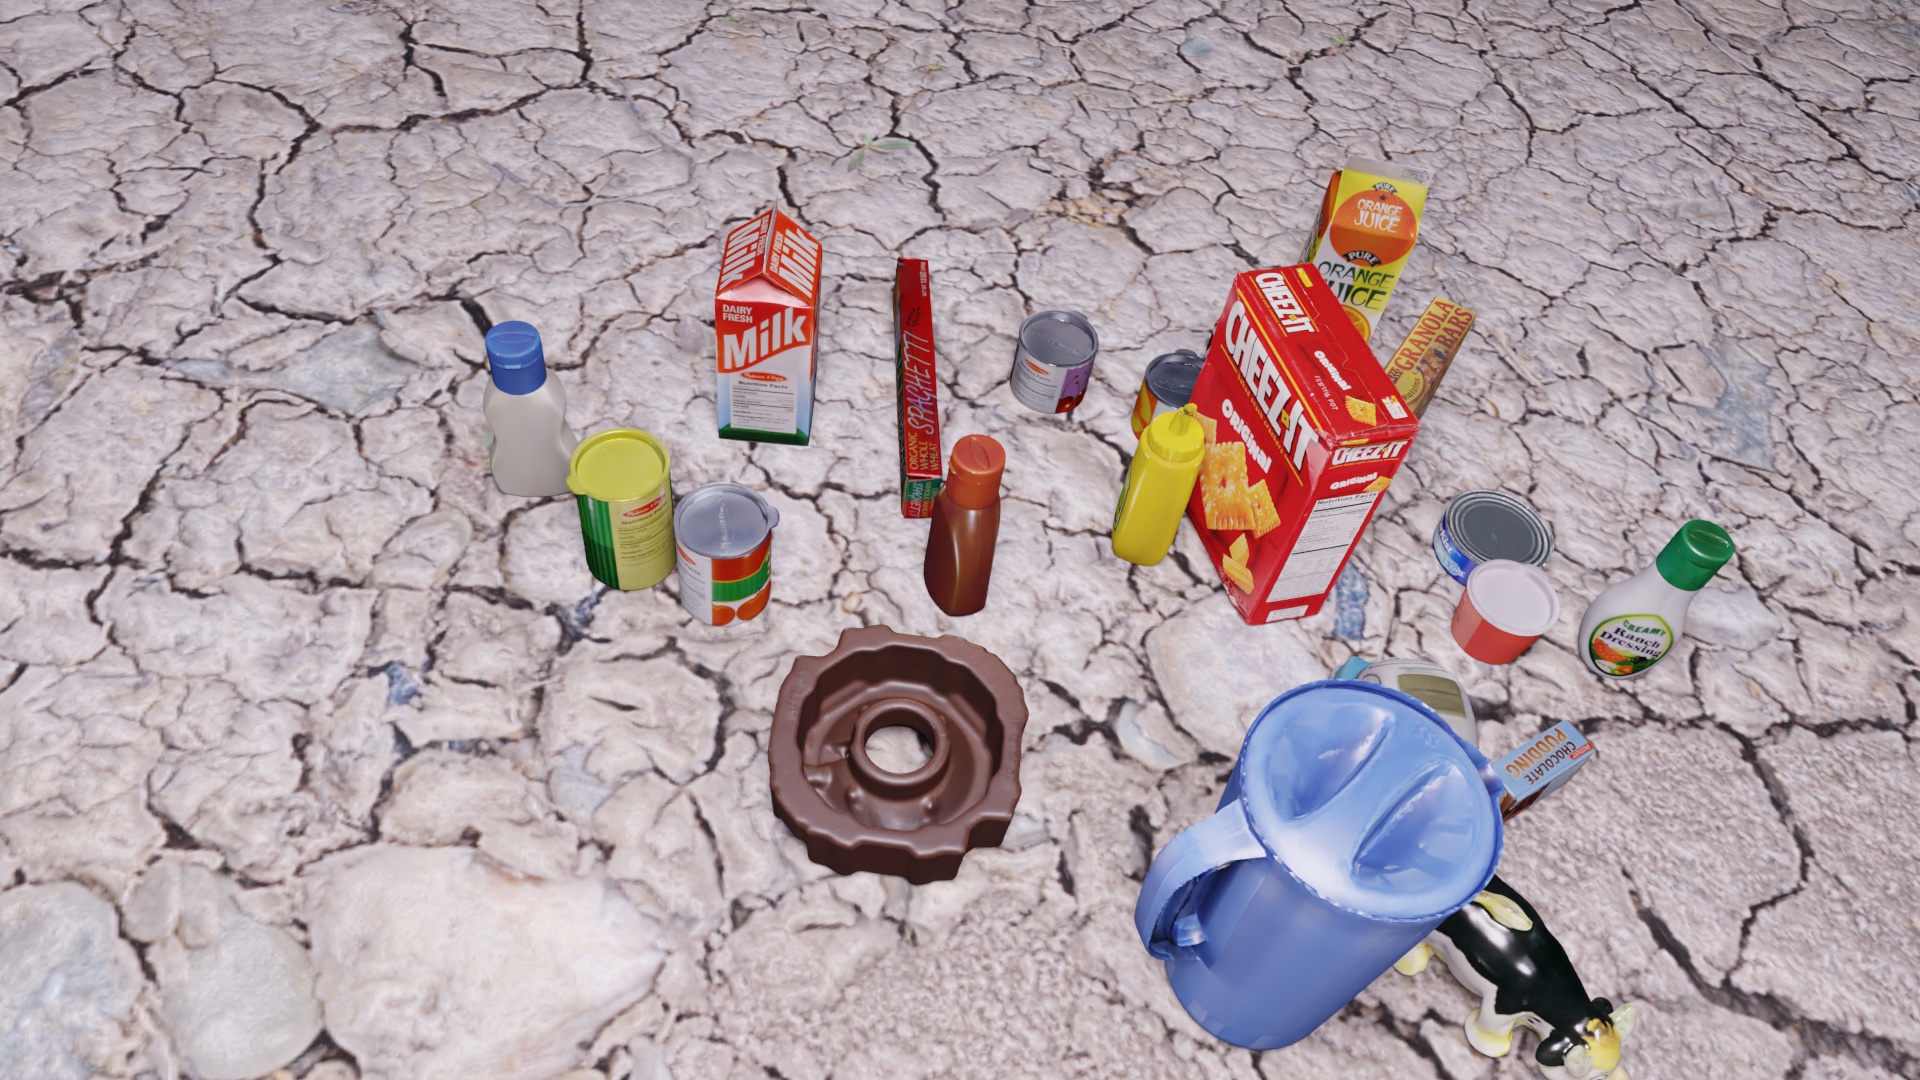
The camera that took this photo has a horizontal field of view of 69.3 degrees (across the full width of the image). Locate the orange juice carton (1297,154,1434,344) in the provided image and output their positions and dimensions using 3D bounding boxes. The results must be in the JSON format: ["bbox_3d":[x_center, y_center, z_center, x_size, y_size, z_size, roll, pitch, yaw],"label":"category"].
[{"bbox_3d":[0.331,-0.240,1.174,0.072,0.191,0.073,13,51,2],"label":"orange juice carton"}]

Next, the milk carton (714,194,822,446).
[{"bbox_3d":[-0.143,-0.162,1.042,0.073,0.189,0.073,5,51,-4],"label":"milk carton"}]

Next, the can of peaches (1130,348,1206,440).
[{"bbox_3d":[0.177,-0.112,1.134,0.071,0.057,0.071,4,51,-5],"label":"can of peaches"}]

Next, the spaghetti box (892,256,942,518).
[{"bbox_3d":[-0.036,-0.128,1.120,0.029,0.049,0.251,1,51,-7],"label":"spaghetti box"}]

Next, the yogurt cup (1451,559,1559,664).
[{"bbox_3d":[0.402,0.056,1.036,0.072,0.053,0.073,4,51,-5],"label":"yogurt cup"}]

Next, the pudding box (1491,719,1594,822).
[{"bbox_3d":[0.389,0.161,0.953,0.084,0.049,0.030,-23,58,-24],"label":"pudding box"}]

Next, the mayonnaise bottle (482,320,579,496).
[{"bbox_3d":[-0.308,-0.091,0.989,0.065,0.147,0.041,-2,52,-10],"label":"mayonnaise bottle"}]

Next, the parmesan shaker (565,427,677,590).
[{"bbox_3d":[-0.236,-0.019,0.971,0.071,0.102,0.072,4,51,-5],"label":"parmesan shaker"}]

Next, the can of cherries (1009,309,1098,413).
[{"bbox_3d":[0.078,-0.149,1.149,0.071,0.058,0.072,4,51,-5],"label":"can of cherries"}]

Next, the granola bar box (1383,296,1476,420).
[{"bbox_3d":[0.343,-0.101,1.108,0.039,0.123,0.166,31,54,16],"label":"granola bar box"}]

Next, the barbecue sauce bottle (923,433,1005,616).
[{"bbox_3d":[0.003,-0.012,0.971,0.044,0.147,0.065,-11,54,-17],"label":"barbecue sauce bottle"}]

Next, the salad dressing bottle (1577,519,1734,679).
[{"bbox_3d":[0.500,0.043,1.001,0.064,0.146,0.044,21,52,8],"label":"salad dressing bottle"}]

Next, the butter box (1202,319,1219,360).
[{"bbox_3d":[0.250,-0.138,1.169,0.024,0.052,0.104,-25,59,-25],"label":"butter box"}]

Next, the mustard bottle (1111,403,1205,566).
[{"bbox_3d":[0.147,-0.048,1.014,0.049,0.159,0.066,15,51,3],"label":"mustard bottle"}]

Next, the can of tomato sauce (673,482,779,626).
[{"bbox_3d":[-0.163,0.010,0.970,0.071,0.082,0.071,4,51,-5],"label":"can of tomato sauce"}]
